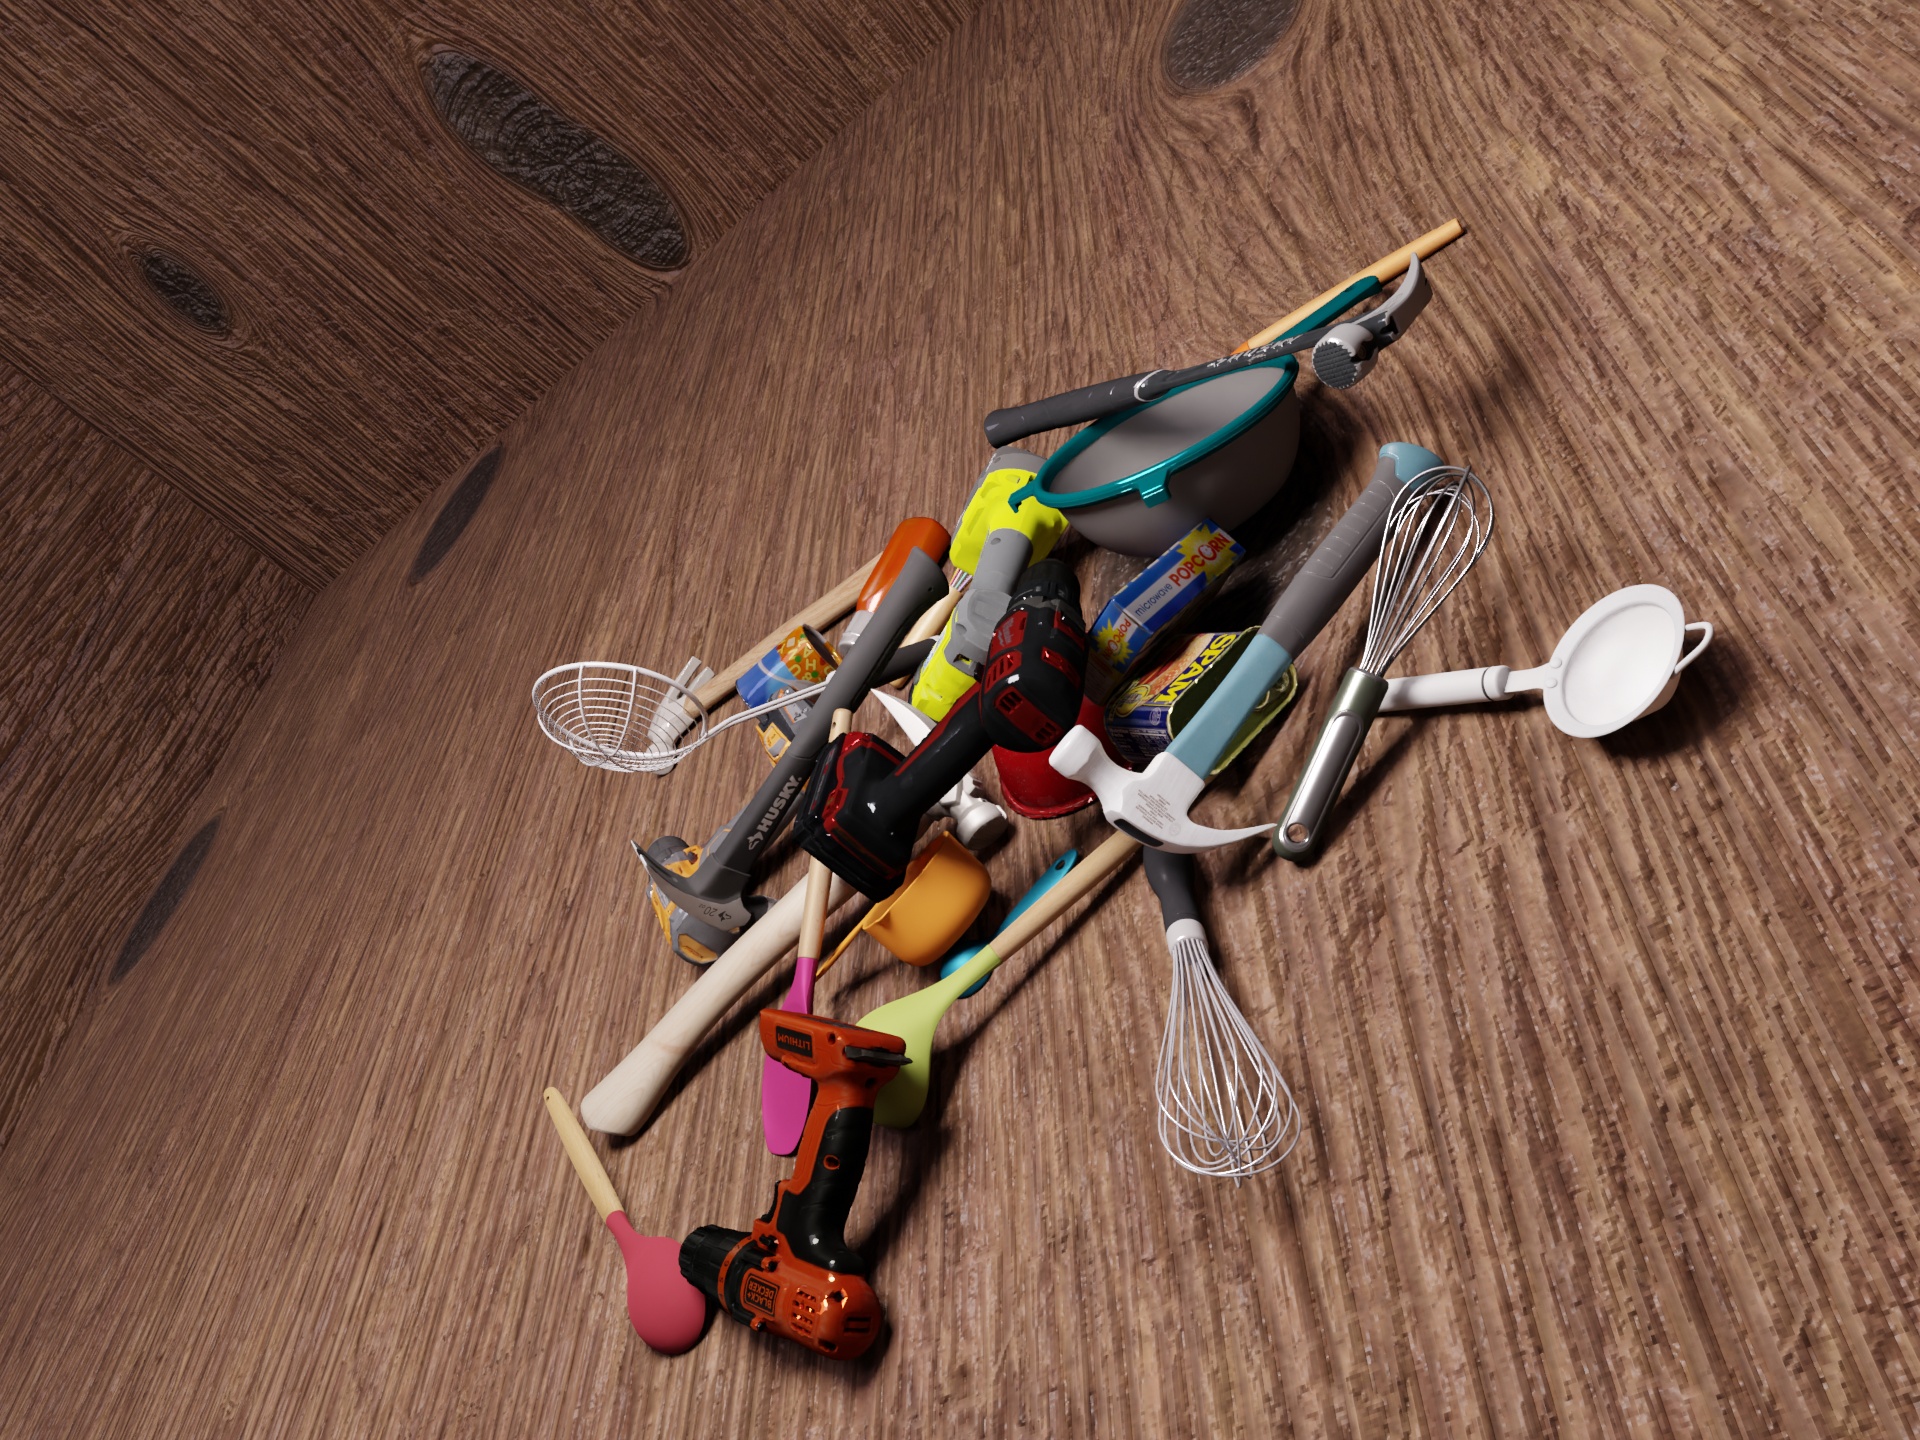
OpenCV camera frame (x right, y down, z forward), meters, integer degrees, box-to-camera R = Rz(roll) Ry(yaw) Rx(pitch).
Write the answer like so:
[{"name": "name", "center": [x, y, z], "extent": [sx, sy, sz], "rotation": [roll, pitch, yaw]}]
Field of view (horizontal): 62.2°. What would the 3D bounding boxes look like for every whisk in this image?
[{"name": "whisk", "center": [0.010, -0.130, 1.396], "extent": [0.245, 0.047, 0.051], "rotation": [-56, 17, -6]}, {"name": "whisk", "center": [0.132, 0.143, 0.881], "extent": [0.070, 0.070, 0.285], "rotation": [-37, 25, 19]}, {"name": "whisk", "center": [0.237, -0.032, 0.907], "extent": [0.246, 0.058, 0.059], "rotation": [-66, -11, 4]}]

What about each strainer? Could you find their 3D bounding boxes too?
[{"name": "strainer", "center": [0.302, -0.021, 0.866], "extent": [0.258, 0.050, 0.087], "rotation": [-7, 57, 57]}, {"name": "strainer", "center": [0.213, -0.217, 1.194], "extent": [0.340, 0.095, 0.211], "rotation": [-37, 21, -21]}]

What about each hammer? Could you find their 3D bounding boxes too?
[{"name": "hammer", "center": [0.159, -0.254, 1.167], "extent": [0.409, 0.036, 0.149], "rotation": [-4, 32, 51]}, {"name": "hammer", "center": [-0.149, 0.159, 1.198], "extent": [0.410, 0.038, 0.146], "rotation": [-45, 62, 12]}, {"name": "hammer", "center": [-0.116, 0.013, 1.208], "extent": [0.334, 0.146, 0.035], "rotation": [-56, 41, 9]}, {"name": "hammer", "center": [0.198, -0.054, 0.976], "extent": [0.331, 0.128, 0.033], "rotation": [-50, 3, -20]}, {"name": "hammer", "center": [-0.192, -0.071, 1.600], "extent": [0.331, 0.031, 0.130], "rotation": [-33, 32, 24]}]

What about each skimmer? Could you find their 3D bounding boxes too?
[{"name": "skimmer", "center": [-0.157, -0.039, 1.252], "extent": [0.363, 0.090, 0.127], "rotation": [-22, -11, -41]}]

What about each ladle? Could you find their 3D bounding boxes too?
[{"name": "ladle", "center": [0.049, 0.138, 1.019], "extent": [0.320, 0.062, 0.078], "rotation": [-41, 38, -2]}, {"name": "ladle", "center": [-0.253, 0.342, 1.138], "extent": [0.316, 0.031, 0.069], "rotation": [31, 98, 56]}]

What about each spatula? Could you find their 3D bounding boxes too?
[{"name": "spatula", "center": [0.255, -0.325, 1.301], "extent": [0.322, 0.041, 0.081], "rotation": [-27, 12, 30]}]

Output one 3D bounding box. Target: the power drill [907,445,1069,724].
[{"name": "power drill", "center": [0.018, -0.095, 1.265], "extent": [0.171, 0.080, 0.223], "rotation": [124, 168, -52]}]

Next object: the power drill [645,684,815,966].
[{"name": "power drill", "center": [-0.185, 0.082, 1.358], "extent": [0.226, 0.084, 0.185], "rotation": [-52, 27, 0]}]

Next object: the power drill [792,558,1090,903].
[{"name": "power drill", "center": [-0.002, -0.003, 1.055], "extent": [0.226, 0.080, 0.188], "rotation": [-42, 19, 28]}]

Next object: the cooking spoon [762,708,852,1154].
[{"name": "cooking spoon", "center": [-0.104, 0.144, 1.129], "extent": [0.069, 0.017, 0.319], "rotation": [-18, 61, 54]}]

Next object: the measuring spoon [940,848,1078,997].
[{"name": "measuring spoon", "center": [0.030, 0.130, 1.060], "extent": [0.128, 0.021, 0.042], "rotation": [-48, 29, 2]}]

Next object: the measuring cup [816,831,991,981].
[{"name": "measuring cup", "center": [-0.043, 0.150, 1.103], "extent": [0.173, 0.052, 0.095], "rotation": [-48, 4, 33]}]
